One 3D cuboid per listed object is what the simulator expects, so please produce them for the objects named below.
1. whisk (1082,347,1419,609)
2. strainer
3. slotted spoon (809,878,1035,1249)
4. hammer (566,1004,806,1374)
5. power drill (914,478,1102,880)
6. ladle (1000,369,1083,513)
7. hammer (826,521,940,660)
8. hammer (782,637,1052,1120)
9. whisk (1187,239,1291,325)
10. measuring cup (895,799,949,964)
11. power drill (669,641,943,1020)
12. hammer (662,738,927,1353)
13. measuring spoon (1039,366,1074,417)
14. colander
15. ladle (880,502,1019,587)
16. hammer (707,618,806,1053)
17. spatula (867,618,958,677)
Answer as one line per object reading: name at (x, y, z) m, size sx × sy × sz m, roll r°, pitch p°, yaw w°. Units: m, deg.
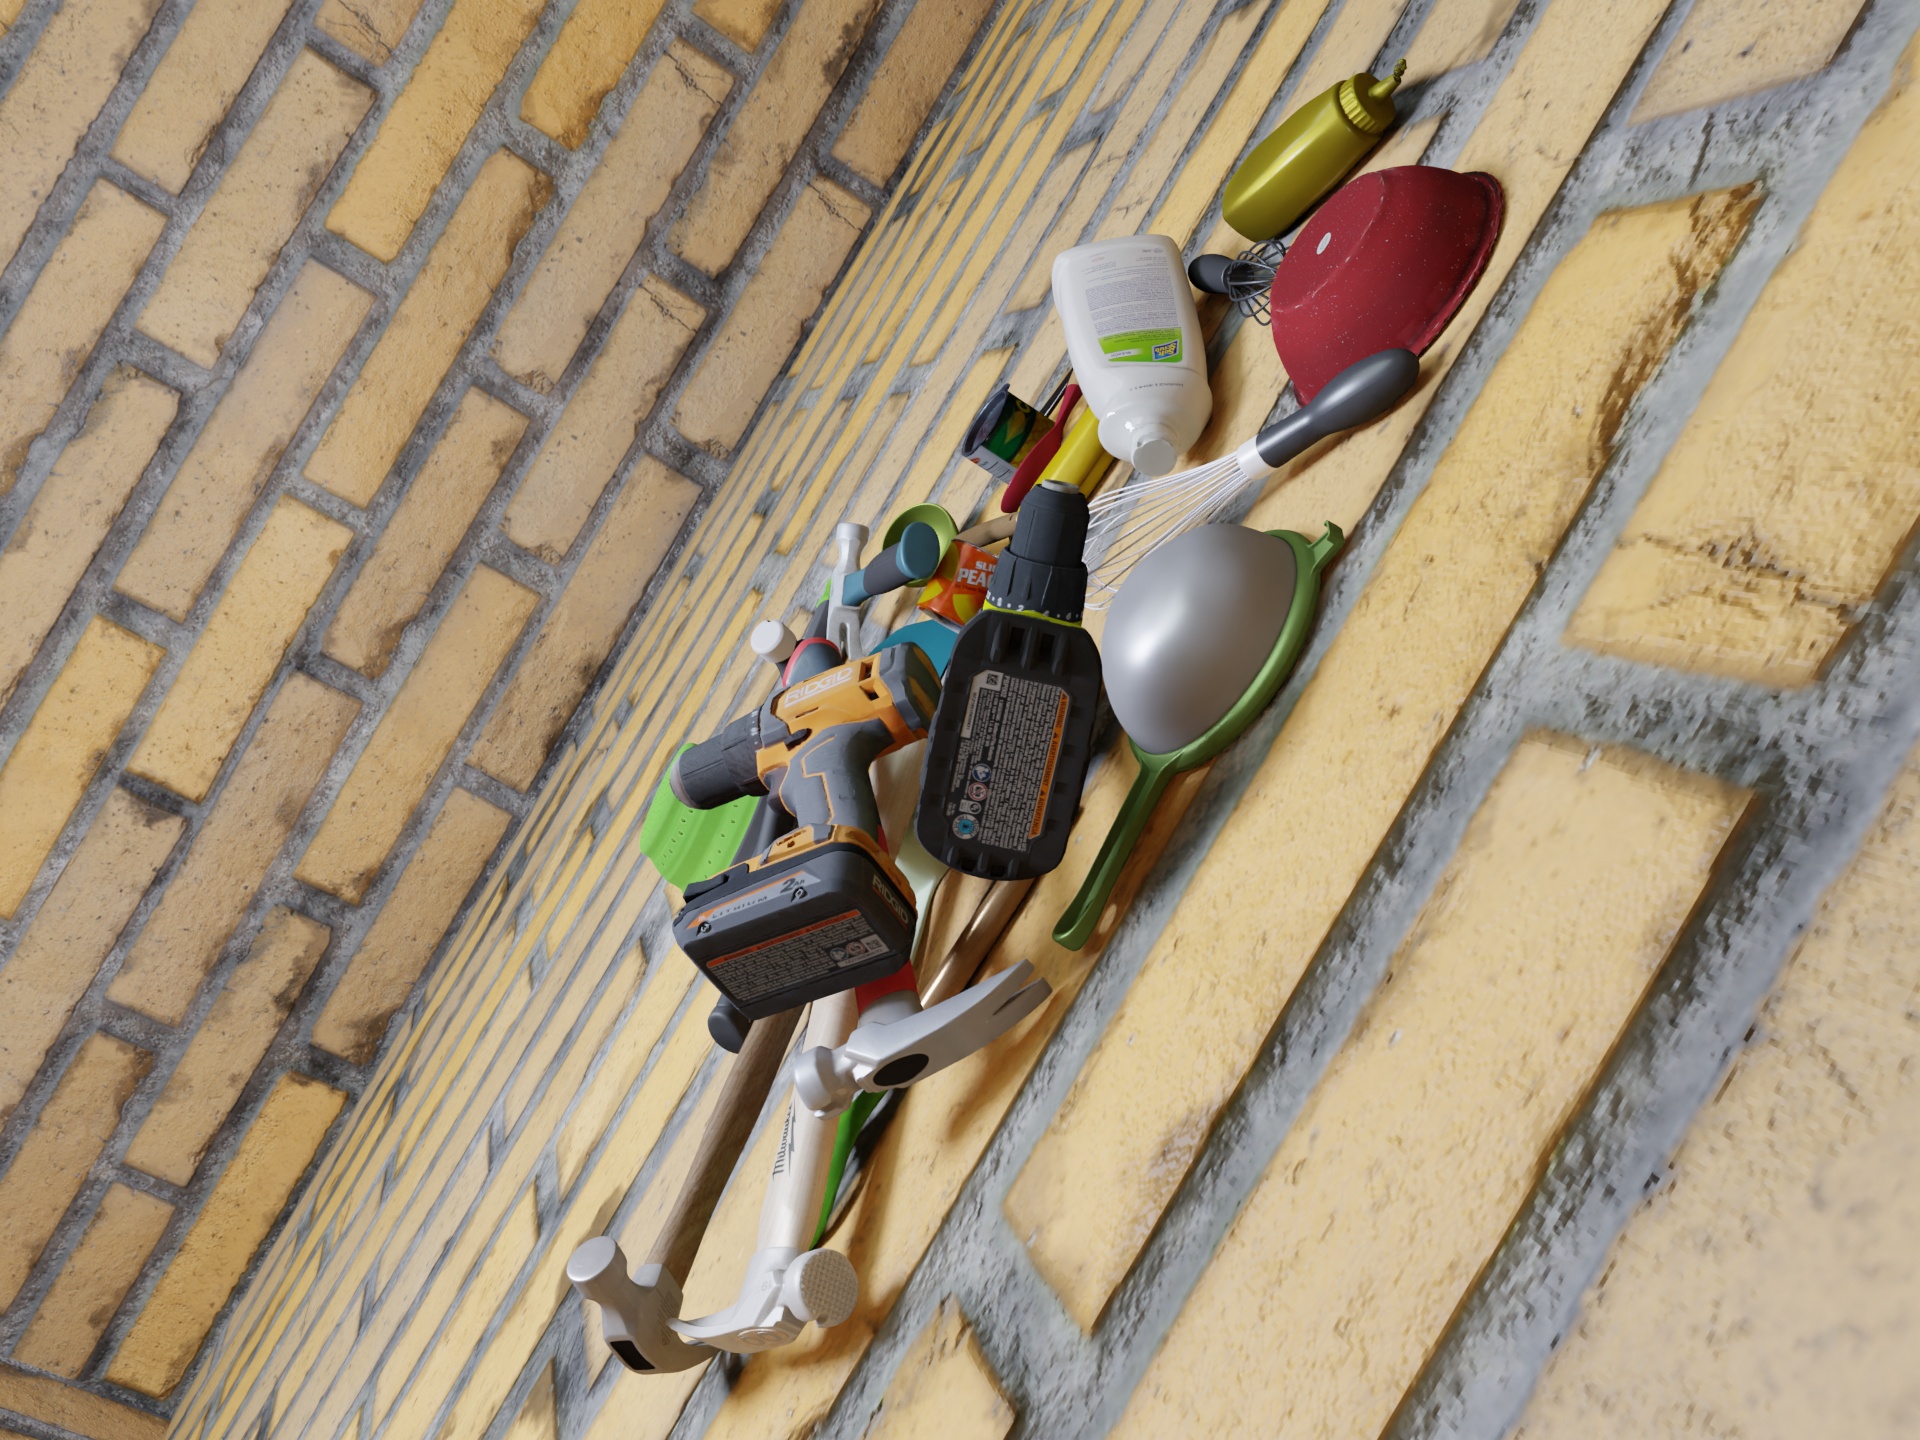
whisk at (0.149, -0.138, 0.924) m, size 0.284 × 0.070 × 0.070 m, roll -30°, pitch 34°, yaw 47°
strainer at (0.093, -0.006, 0.840) m, size 0.256 × 0.069 × 0.151 m, roll -62°, pitch 19°, yaw -12°
slotted spoon at (-0.025, 0.178, 0.936) m, size 0.314 × 0.031 × 0.070 m, roll -56°, pitch 24°, yaw 5°
hammer at (-0.149, 0.267, 1.024) m, size 0.031 × 0.130 × 0.331 m, roll -11°, pitch 29°, yaw 21°
power drill at (0.034, -0.026, 0.878) m, size 0.228 × 0.080 × 0.190 m, roll -75°, pitch -3°, yaw -73°
ladle at (0.101, -0.290, 1.309) m, size 0.069 × 0.031 × 0.316 m, roll 105°, pitch -172°, yaw -61°
hammer at (-0.069, -0.120, 1.316) m, size 0.331 × 0.033 × 0.128 m, roll 174°, pitch 103°, yaw -76°
hammer at (-0.052, 0.060, 0.976) m, size 0.143 × 0.038 × 0.387 m, roll -29°, pitch 37°, yaw 9°
whisk at (0.192, -0.302, 1.083) m, size 0.055 × 0.055 × 0.239 m, roll -55°, pitch 14°, yaw 12°
measuring cup at (-0.039, 0.110, 1.049) m, size 0.083 × 0.038 × 0.168 m, roll -42°, pitch 23°, yaw 42°
power drill at (-0.103, 0.060, 0.921) m, size 0.185 × 0.084 × 0.226 m, roll -21°, pitch 35°, yaw 20°
hammer at (-0.080, 0.171, 0.969) m, size 0.146 × 0.038 × 0.411 m, roll -33°, pitch 34°, yaw 42°
measuring spoon at (0.083, -0.292, 1.379) m, size 0.124 × 0.018 × 0.034 m, roll -54°, pitch 19°, yaw 17°
colander at (-0.210, 0.016, 1.497) m, size 0.204 × 0.094 × 0.397 m, roll -37°, pitch 31°, yaw 62°
ladle at (-0.004, -0.150, 1.276) m, size 0.078 × 0.062 × 0.320 m, roll -67°, pitch 13°, yaw -5°
hammer at (-0.146, 0.098, 1.267) m, size 0.035 × 0.146 × 0.335 m, roll -4°, pitch 63°, yaw 27°
spatula at (-0.088, -0.024, 1.410) m, size 0.317 × 0.044 × 0.082 m, roll -32°, pitch 32°, yaw 62°
